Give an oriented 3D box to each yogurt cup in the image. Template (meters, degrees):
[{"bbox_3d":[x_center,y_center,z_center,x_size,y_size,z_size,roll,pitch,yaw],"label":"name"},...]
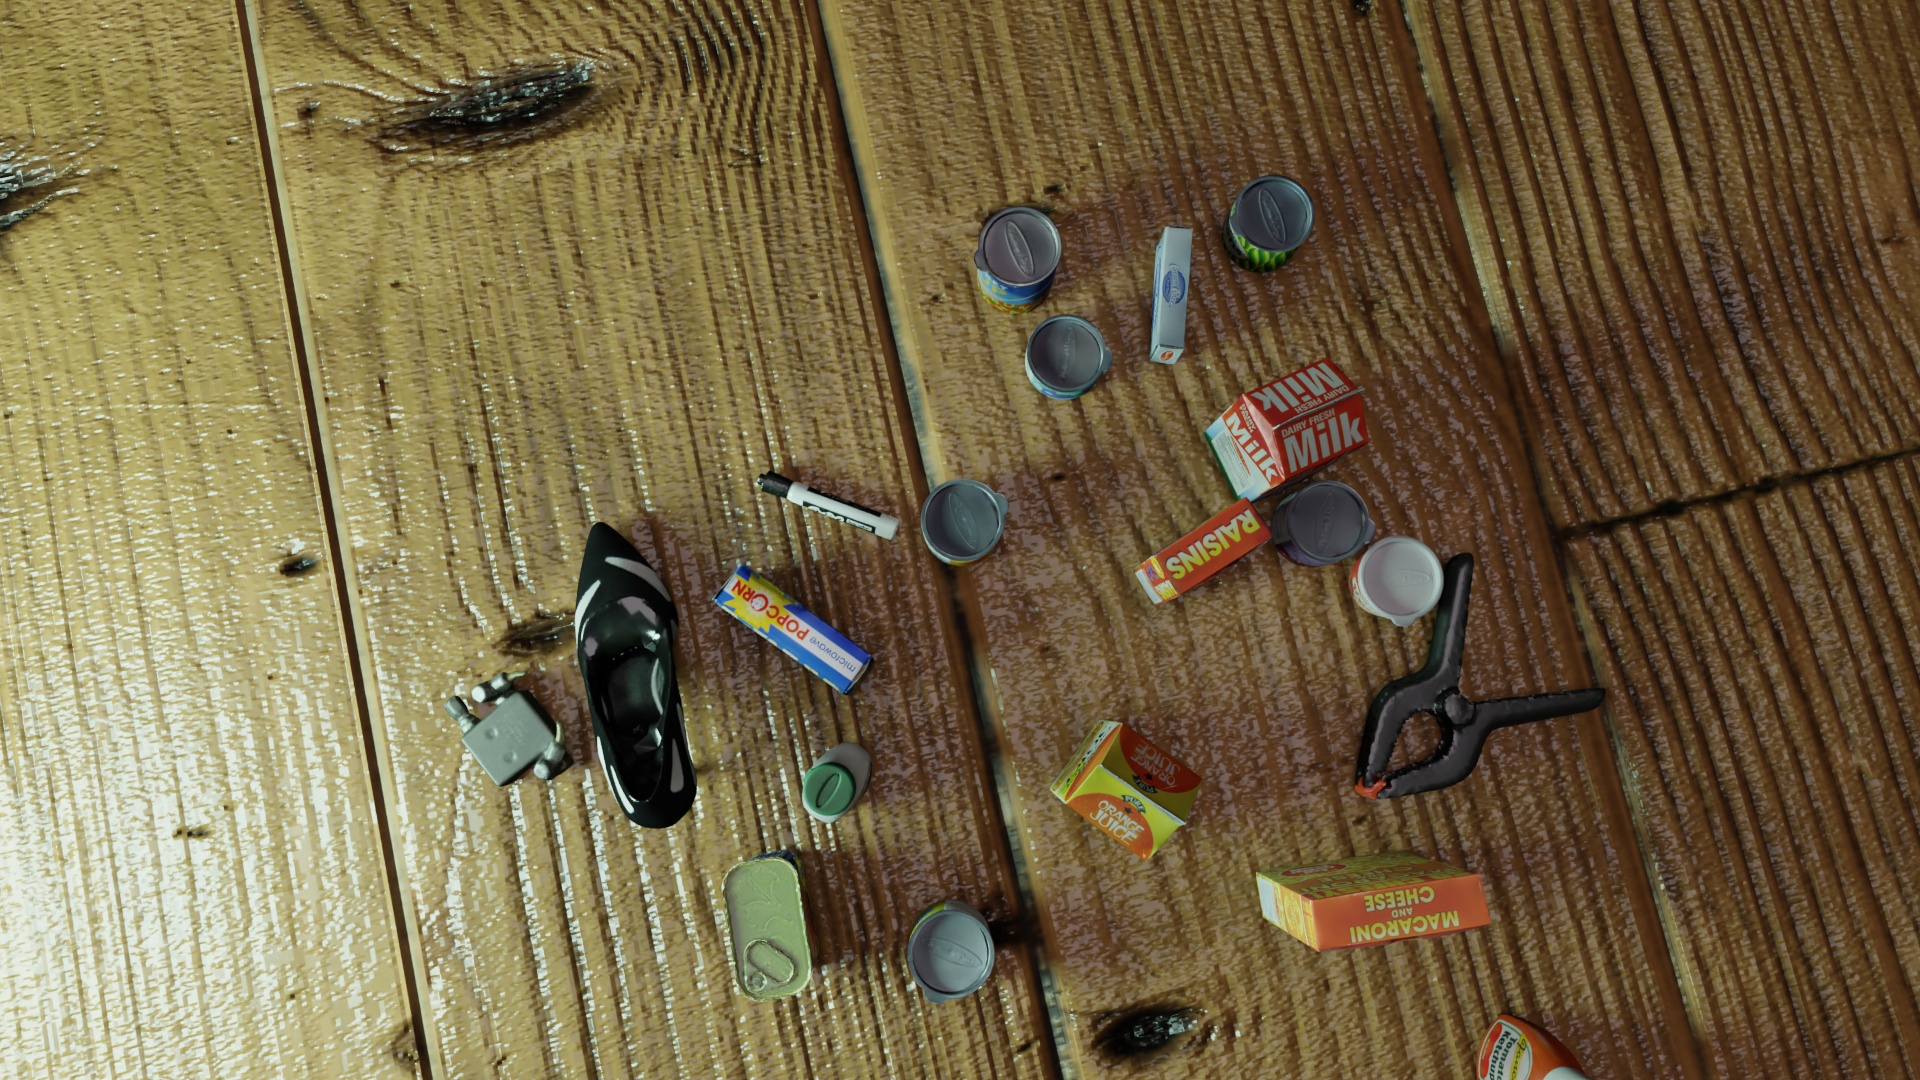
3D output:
[{"bbox_3d":[0.348,0.033,1.123,0.072,0.054,0.072,0,83,-1],"label":"yogurt cup"}]

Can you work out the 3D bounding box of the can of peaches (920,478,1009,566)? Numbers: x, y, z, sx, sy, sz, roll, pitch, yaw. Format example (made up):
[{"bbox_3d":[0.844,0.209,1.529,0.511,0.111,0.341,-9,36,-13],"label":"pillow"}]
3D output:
[{"bbox_3d":[0.004,-0.014,1.120,0.071,0.058,0.071,0,83,-1],"label":"can of peaches"}]

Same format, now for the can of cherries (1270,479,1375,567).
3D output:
[{"bbox_3d":[0.293,-0.011,1.125,0.071,0.058,0.071,0,83,-1],"label":"can of cherries"}]

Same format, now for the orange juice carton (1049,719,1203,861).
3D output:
[{"bbox_3d":[0.122,0.182,1.030,0.072,0.192,0.073,36,84,3],"label":"orange juice carton"}]

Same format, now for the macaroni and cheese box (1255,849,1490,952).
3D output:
[{"bbox_3d":[0.302,0.267,1.035,0.124,0.166,0.040,-8,84,-2],"label":"macaroni and cheese box"}]

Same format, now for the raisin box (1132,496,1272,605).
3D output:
[{"bbox_3d":[0.187,0.011,1.087,0.086,0.123,0.040,-32,85,-4],"label":"raisin box"}]

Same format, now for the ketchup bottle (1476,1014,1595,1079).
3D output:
[{"bbox_3d":[0.433,0.399,1.029,0.043,0.148,0.065,22,83,2],"label":"ketchup bottle"}]

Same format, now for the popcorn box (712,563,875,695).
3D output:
[{"bbox_3d":[-0.128,0.072,1.093,0.127,0.085,0.038,35,84,3],"label":"popcorn box"}]

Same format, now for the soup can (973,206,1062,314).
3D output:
[{"bbox_3d":[0.044,-0.227,1.135,0.071,0.083,0.071,0,83,-1],"label":"soup can"}]

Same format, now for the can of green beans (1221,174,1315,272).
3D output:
[{"bbox_3d":[0.255,-0.263,1.157,0.071,0.057,0.071,0,83,-1],"label":"can of green beans"}]

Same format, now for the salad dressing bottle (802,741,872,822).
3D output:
[{"bbox_3d":[-0.095,0.184,1.048,0.044,0.147,0.064,32,84,3],"label":"salad dressing bottle"}]

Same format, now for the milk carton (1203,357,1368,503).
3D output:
[{"bbox_3d":[0.251,-0.083,1.067,0.072,0.190,0.073,-24,84,-4],"label":"milk carton"}]

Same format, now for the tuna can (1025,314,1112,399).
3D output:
[{"bbox_3d":[0.089,-0.151,1.152,0.071,0.033,0.071,0,83,-1],"label":"tuna can"}]

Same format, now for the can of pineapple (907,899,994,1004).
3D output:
[{"bbox_3d":[-0.009,0.317,1.078,0.071,0.058,0.071,0,83,-1],"label":"can of pineapple"}]

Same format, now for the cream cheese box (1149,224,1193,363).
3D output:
[{"bbox_3d":[0.174,-0.203,1.150,0.024,0.053,0.104,5,83,0],"label":"cream cheese box"}]
